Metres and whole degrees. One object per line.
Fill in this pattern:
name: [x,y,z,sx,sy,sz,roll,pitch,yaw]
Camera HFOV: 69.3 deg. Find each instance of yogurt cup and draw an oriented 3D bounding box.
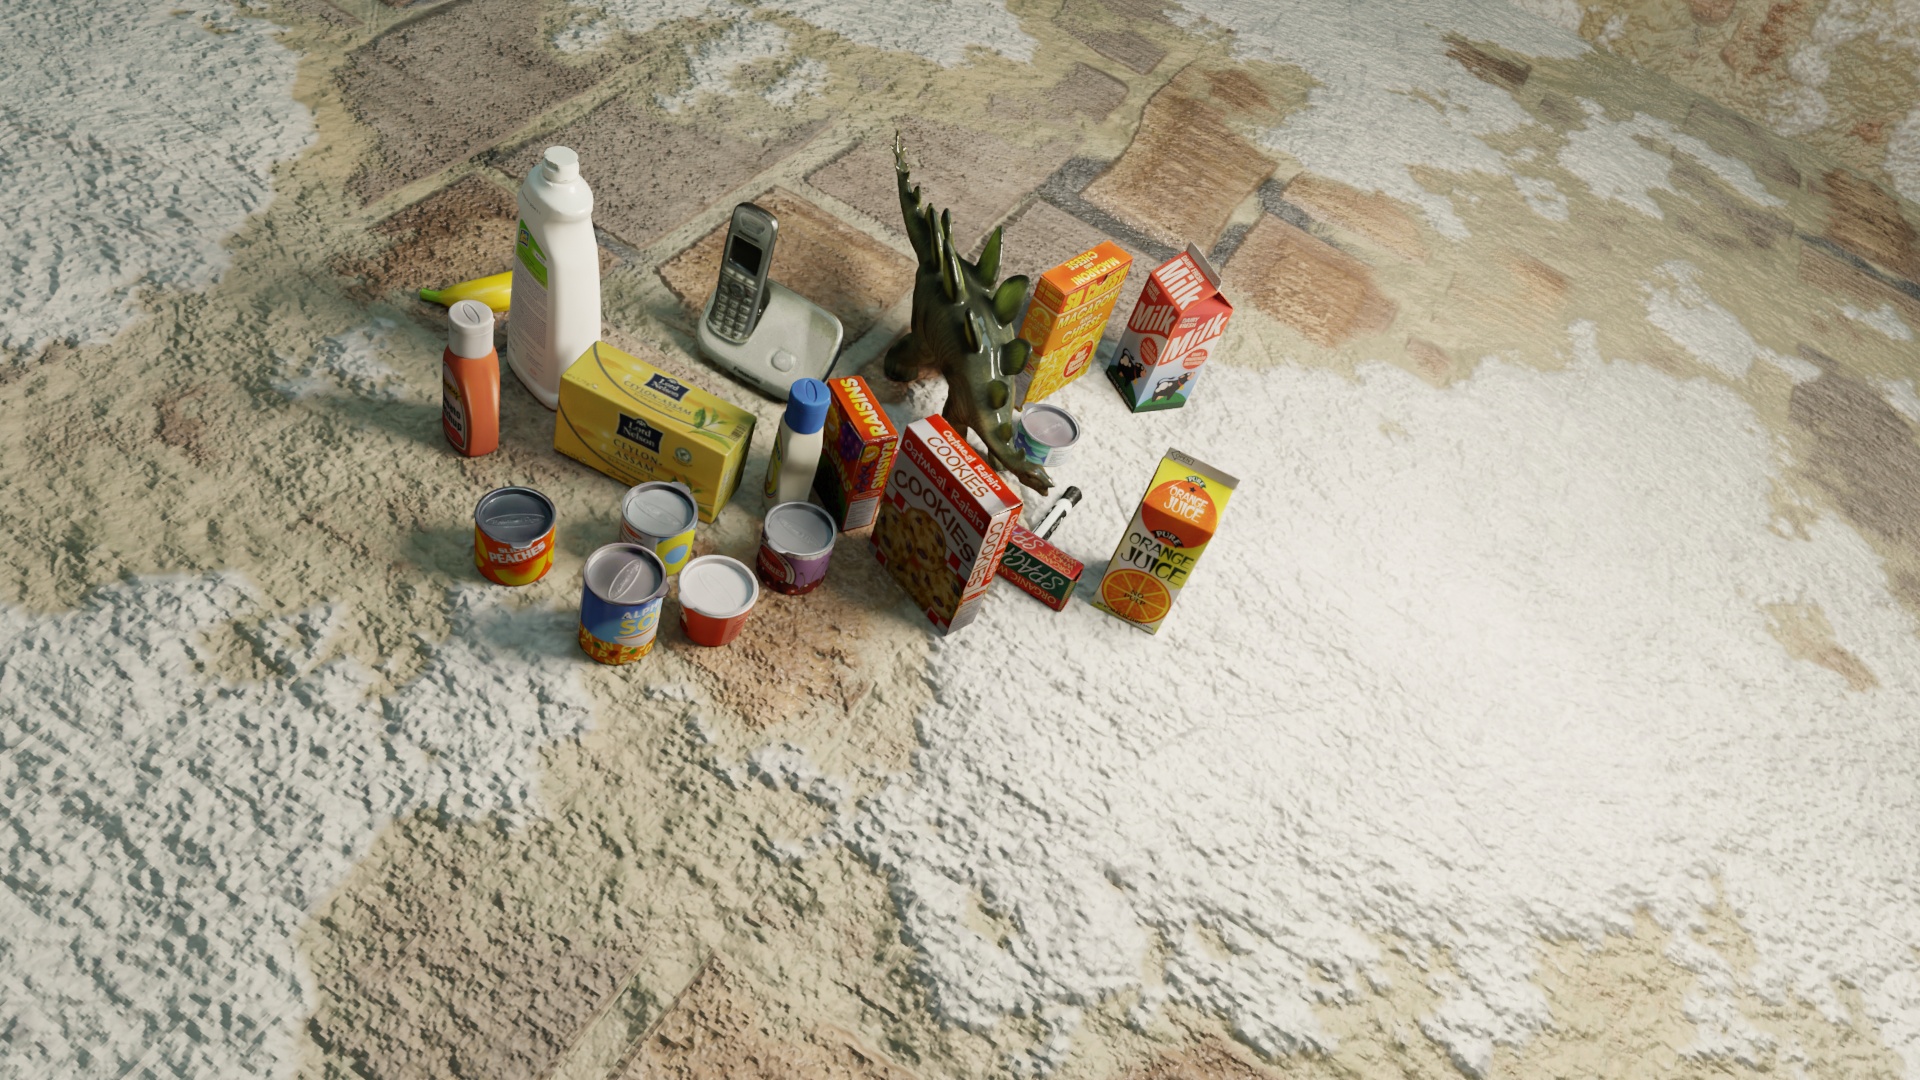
yogurt cup: [-0.212,0.054,1.196,0.072,0.053,0.073,10,46,-11]

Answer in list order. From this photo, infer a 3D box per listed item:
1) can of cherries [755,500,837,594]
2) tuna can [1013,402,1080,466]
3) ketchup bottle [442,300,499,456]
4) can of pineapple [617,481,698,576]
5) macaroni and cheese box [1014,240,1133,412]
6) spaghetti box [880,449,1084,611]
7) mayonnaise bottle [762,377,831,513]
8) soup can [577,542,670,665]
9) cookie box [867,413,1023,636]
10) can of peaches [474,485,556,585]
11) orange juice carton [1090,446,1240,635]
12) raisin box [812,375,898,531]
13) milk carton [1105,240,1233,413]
can of cherries: [-0.151,0.008,1.258,0.071,0.058,0.072,10,46,-11]
tuna can: [0.089,-0.113,1.476,0.071,0.032,0.071,10,46,-11]
ketchup bottle: [-0.436,-0.146,1.236,0.044,0.148,0.065,-22,59,-34]
can of pineapple: [-0.268,-0.010,1.233,0.071,0.057,0.071,10,46,-11]
macaroni and cheese box: [0.113,-0.231,1.500,0.040,0.165,0.124,40,48,18]
spaghetti box: [0.005,-0.017,1.343,0.250,0.049,0.029,32,46,11]
mayonnaise bottle: [-0.152,-0.085,1.282,0.041,0.147,0.065,1,48,-19]
soup can: [-0.279,0.055,1.151,0.071,0.083,0.072,10,46,-11]
cookie box: [-0.017,-0.013,1.250,0.040,0.166,0.123,-24,60,-35]
can of peaches: [-0.380,-0.002,1.185,0.071,0.057,0.071,10,46,-11]
orange juice carton: [0.194,-0.007,1.302,0.072,0.191,0.073,26,45,5]
raisin box: [-0.105,-0.082,1.313,0.040,0.122,0.086,-12,54,-29]
milk carton: [0.235,-0.234,1.530,0.073,0.189,0.072,-9,52,-27]
